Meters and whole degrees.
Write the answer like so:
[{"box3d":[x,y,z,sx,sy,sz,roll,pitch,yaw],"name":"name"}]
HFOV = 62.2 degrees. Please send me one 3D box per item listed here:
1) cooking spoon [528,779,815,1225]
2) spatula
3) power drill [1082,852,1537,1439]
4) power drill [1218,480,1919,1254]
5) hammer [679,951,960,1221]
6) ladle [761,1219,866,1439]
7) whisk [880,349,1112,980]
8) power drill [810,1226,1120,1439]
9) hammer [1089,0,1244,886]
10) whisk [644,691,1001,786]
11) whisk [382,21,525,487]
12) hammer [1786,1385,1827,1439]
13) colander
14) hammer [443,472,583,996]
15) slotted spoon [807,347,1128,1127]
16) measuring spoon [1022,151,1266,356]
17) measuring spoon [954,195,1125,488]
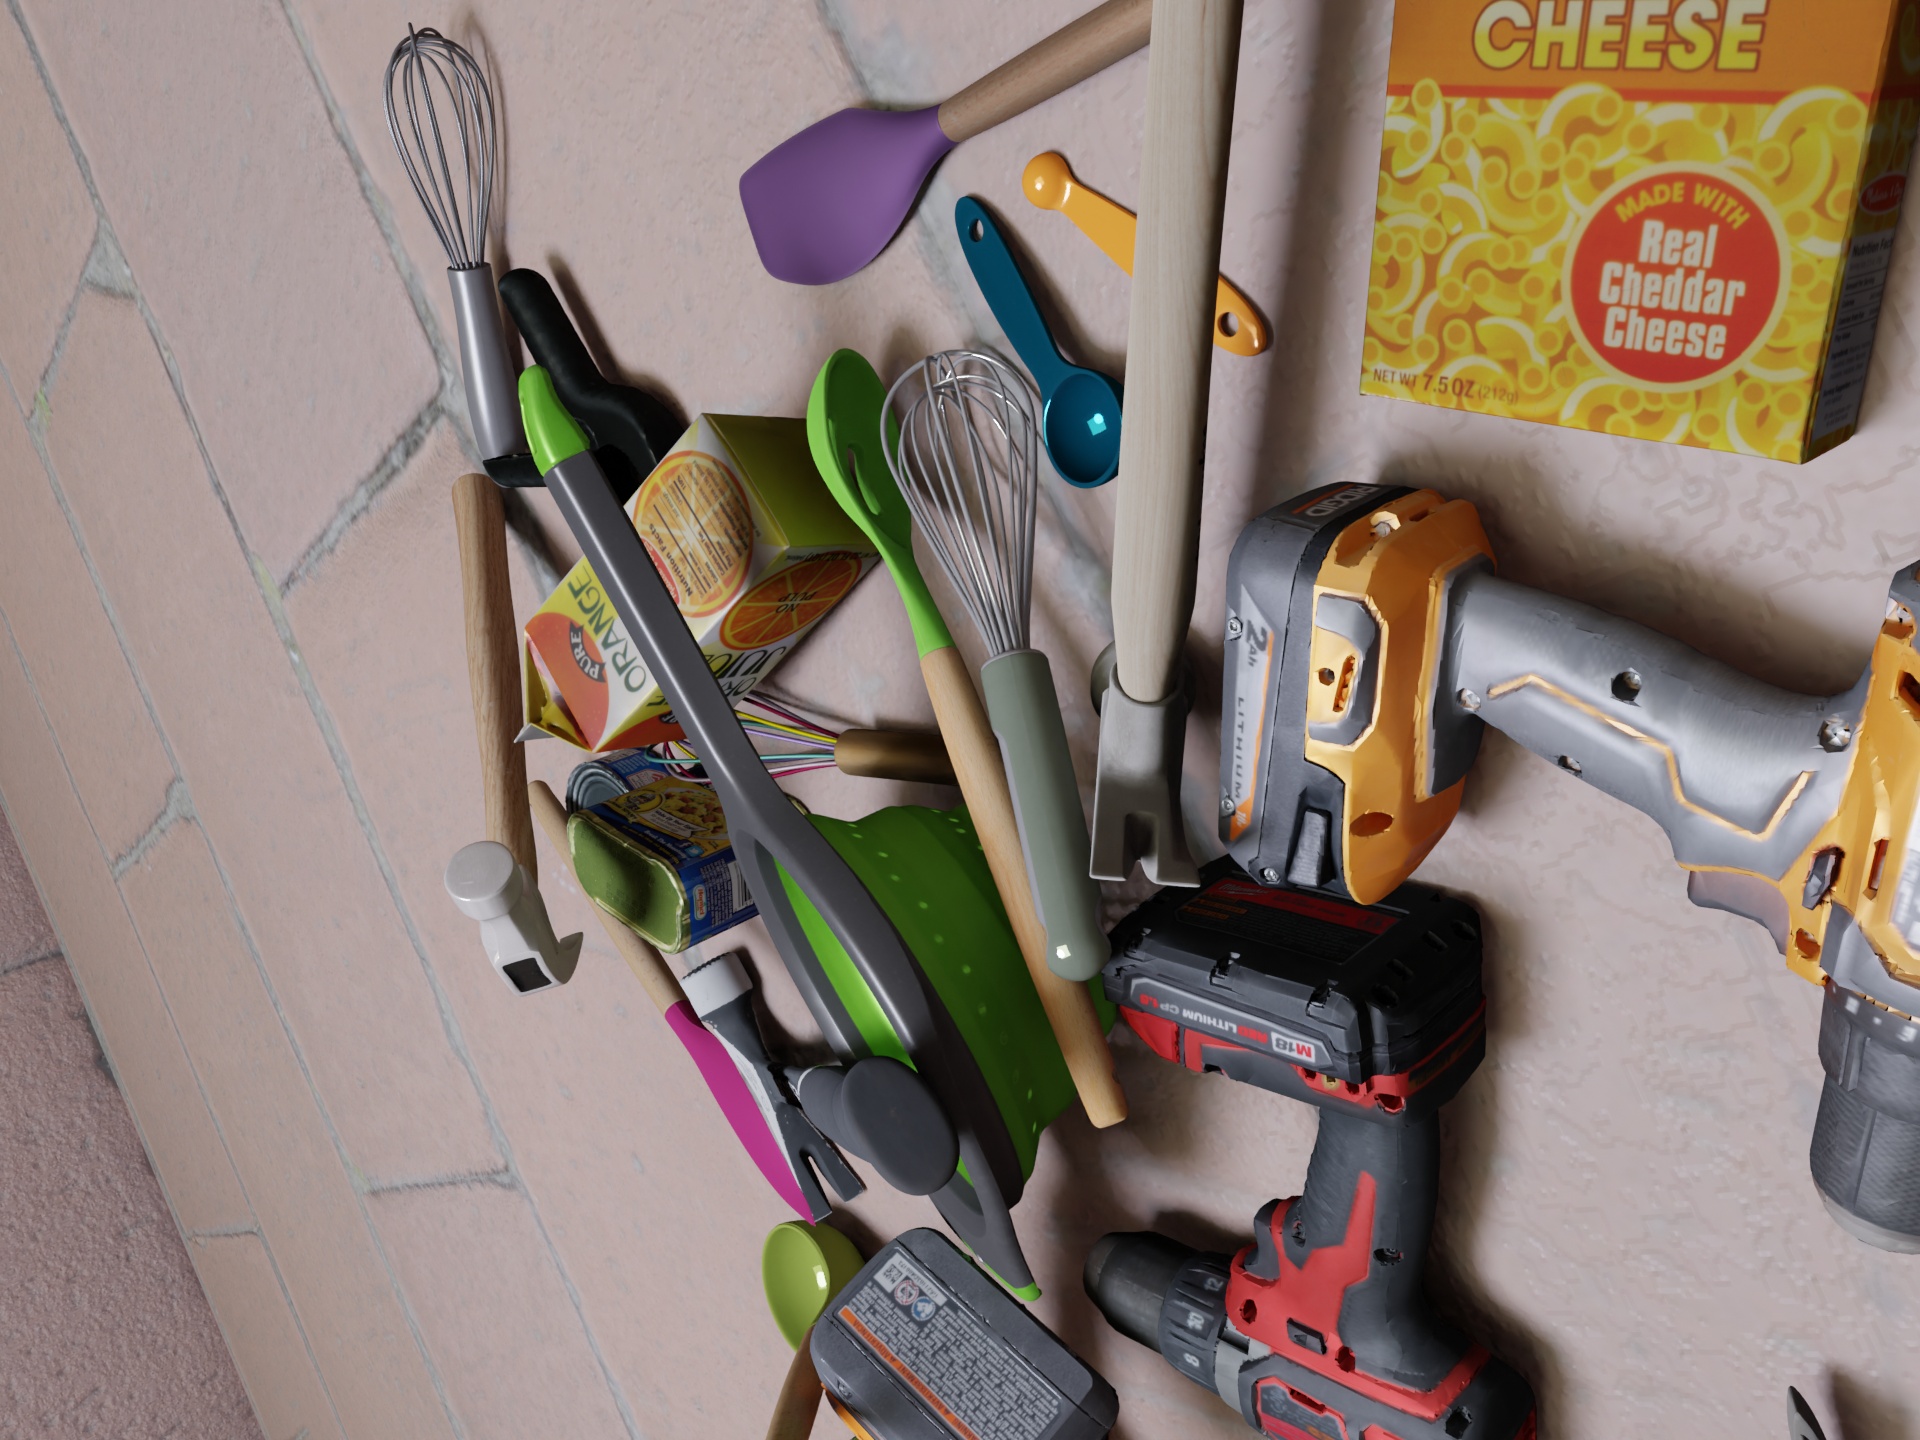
[{"box3d":[-0.156,0.131,0.814,0.319,0.017,0.068,47,157,37],"name":"cooking spoon"},{"box3d":[0.014,-0.218,0.560,0.316,0.018,0.059,-8,104,49],"name":"spatula"},{"box3d":[0.111,0.168,0.584,0.188,0.080,0.226,10,117,46],"name":"power drill"},{"box3d":[0.186,0.033,0.440,0.226,0.084,0.185,17,121,37],"name":"power drill"},{"box3d":[-0.061,0.167,0.688,0.149,0.036,0.409,61,164,2],"name":"hammer"},{"box3d":[-0.080,0.298,0.740,0.320,0.062,0.078,86,170,-85],"name":"ladle"},{"box3d":[0.017,-0.027,0.571,0.057,0.059,0.246,61,-164,-70],"name":"whisk"},{"box3d":[0.025,0.332,0.704,0.164,0.084,0.226,33,153,33],"name":"power drill"},{"box3d":[0.063,-0.154,0.443,0.038,0.146,0.410,3,115,5],"name":"hammer"},{"box3d":[-0.068,0.011,0.735,0.245,0.051,0.047,4,104,44],"name":"whisk"},{"box3d":[-0.259,-0.237,0.834,0.055,0.055,0.238,22,127,40],"name":"whisk"},{"box3d":[0.113,0.304,0.542,0.359,0.037,0.149,-11,106,21],"name":"hammer"},{"box3d":[-0.041,0.029,0.626,0.397,0.094,0.204,63,164,-9],"name":"colander"},{"box3d":[-0.235,-0.007,0.813,0.129,0.031,0.332,83,171,-50],"name":"hammer"},{"box3d":[-0.001,-0.002,0.591,0.031,0.070,0.314,-27,70,19],"name":"slotted spoon"},{"box3d":[0.060,-0.158,0.541,0.117,0.011,0.021,46,135,24],"name":"measuring spoon"},{"box3d":[0.032,-0.142,0.581,0.042,0.021,0.129,-47,62,48],"name":"measuring spoon"}]
